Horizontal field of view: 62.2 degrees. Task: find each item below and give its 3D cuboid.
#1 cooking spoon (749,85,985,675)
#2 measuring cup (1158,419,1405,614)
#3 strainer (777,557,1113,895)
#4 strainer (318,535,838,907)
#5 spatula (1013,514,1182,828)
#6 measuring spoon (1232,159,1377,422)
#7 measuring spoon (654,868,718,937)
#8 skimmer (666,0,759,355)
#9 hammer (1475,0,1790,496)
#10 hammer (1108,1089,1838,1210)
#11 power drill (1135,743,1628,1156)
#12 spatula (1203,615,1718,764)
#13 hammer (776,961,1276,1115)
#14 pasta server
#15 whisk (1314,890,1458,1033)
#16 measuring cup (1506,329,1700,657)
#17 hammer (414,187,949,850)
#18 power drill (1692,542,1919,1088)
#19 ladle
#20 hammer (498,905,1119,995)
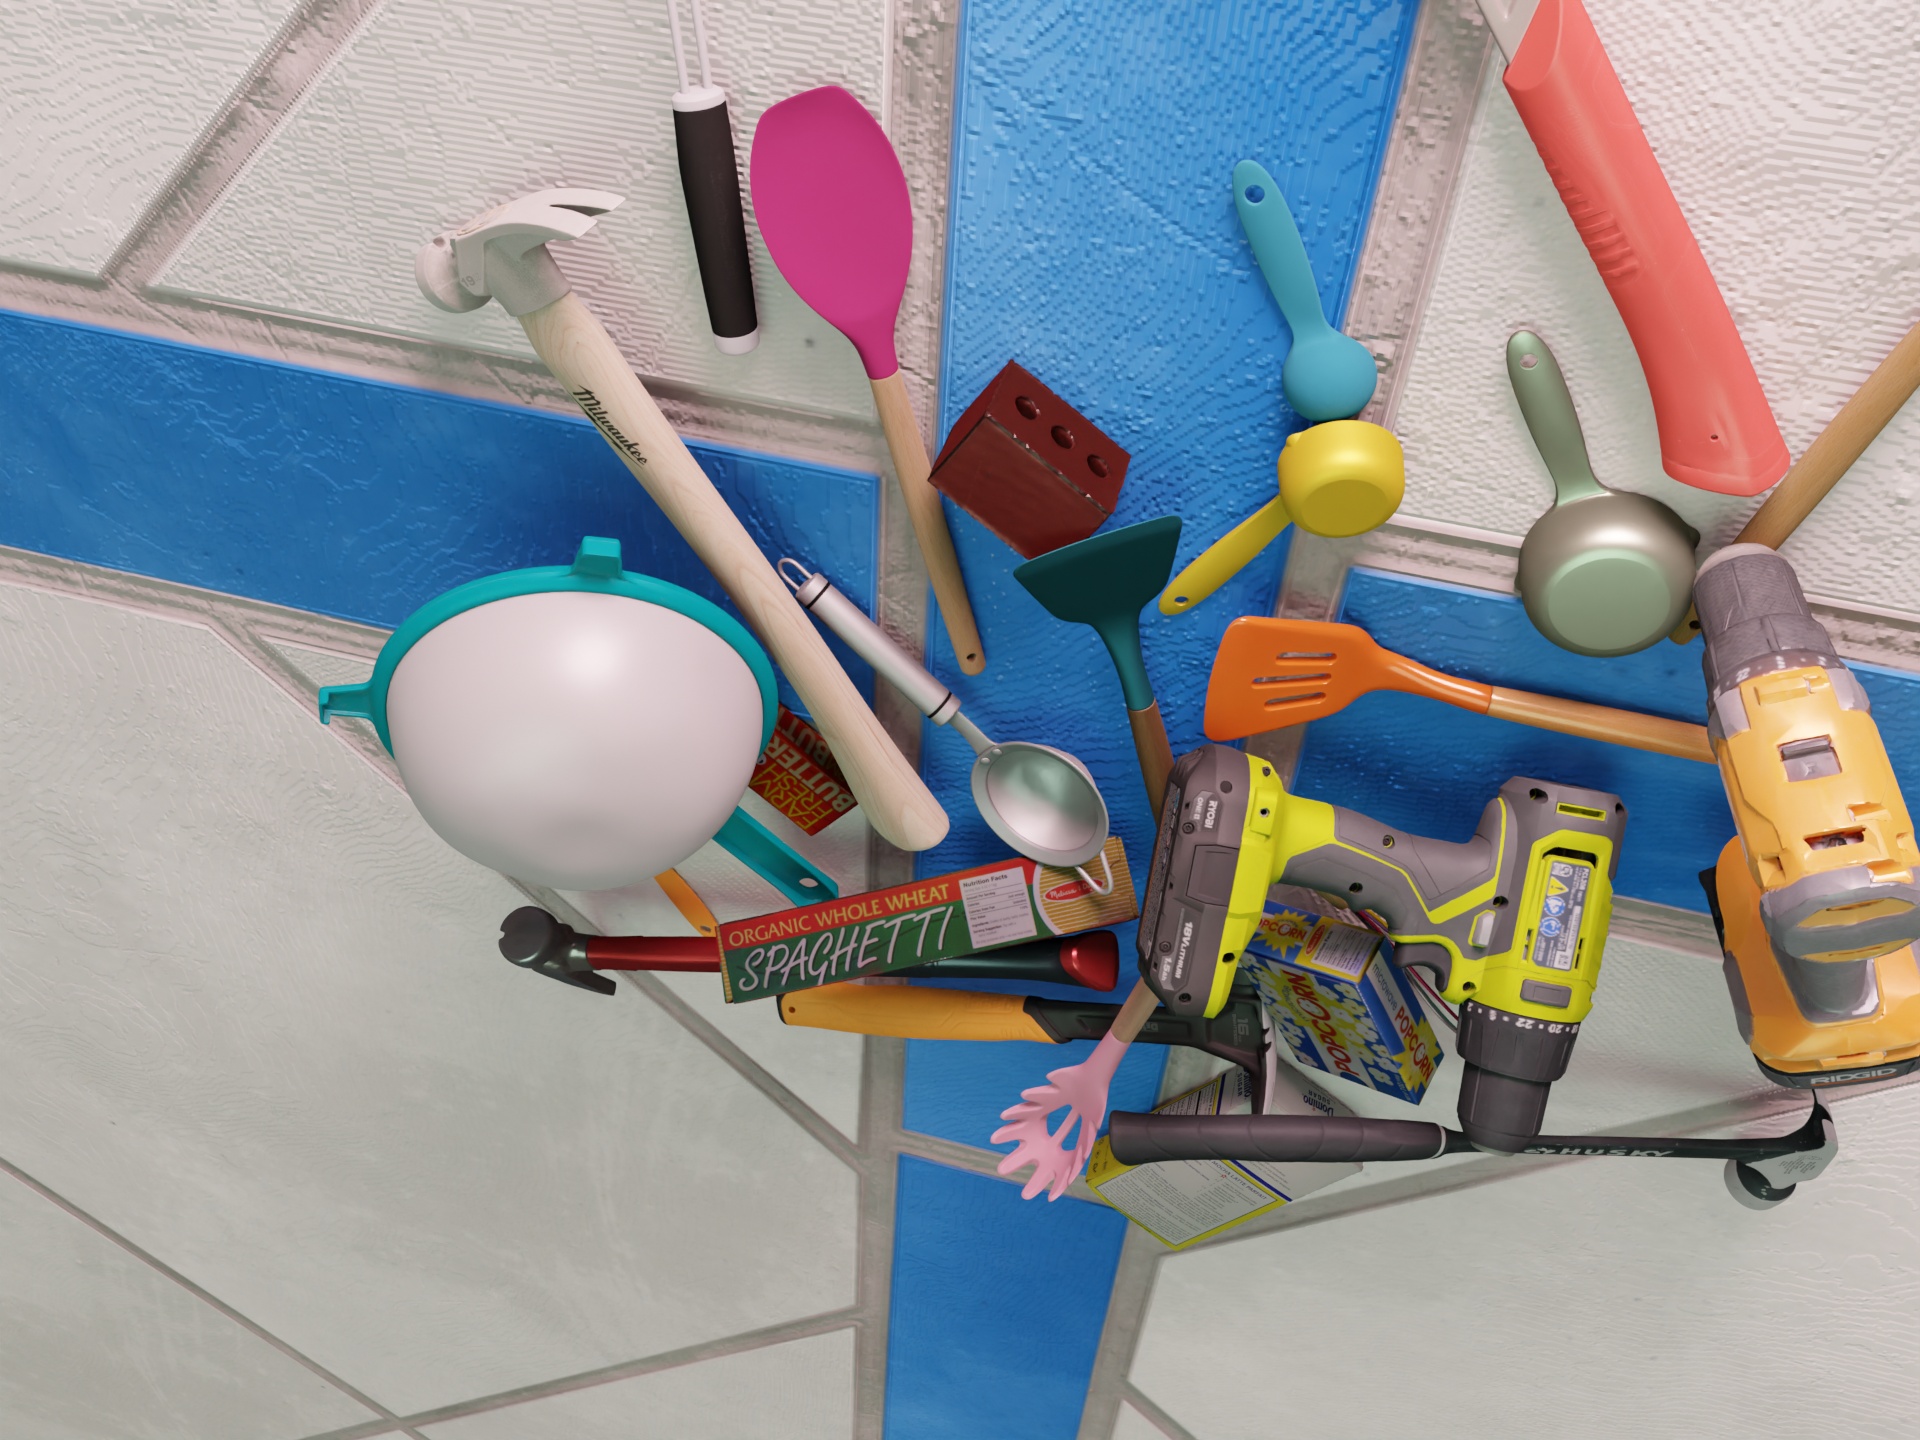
[{"bbox_3d":[-0.031,-0.146,0.771,0.069,0.017,0.318,-23,128,-7],"label":"cooking spoon"},{"bbox_3d":[0.147,-0.084,0.757,0.062,0.029,0.156,22,140,-26],"label":"measuring cup"},{"bbox_3d":[-0.001,-0.003,0.879,0.258,0.050,0.087,42,138,-11],"label":"strainer"},{"bbox_3d":[-0.165,0.057,0.865,0.211,0.095,0.340,-25,137,19],"label":"strainer"},{"bbox_3d":[0.102,0.016,0.849,0.082,0.044,0.317,-18,130,3],"label":"spatula"},{"bbox_3d":[0.143,-0.179,0.684,0.042,0.021,0.128,-14,126,28],"label":"measuring spoon"},{"bbox_3d":[-0.195,0.111,1.063,0.021,0.011,0.116,-16,123,29],"label":"measuring spoon"},{"bbox_3d":[-0.109,-0.294,0.624,0.127,0.090,0.362,-14,134,-11],"label":"skimmer"},{"bbox_3d":[0.239,-0.234,0.596,0.149,0.037,0.358,-23,119,33],"label":"hammer"},{"bbox_3d":[0.290,0.244,0.918,0.409,0.036,0.149,0,150,4],"label":"hammer"},{"bbox_3d":[0.210,0.112,0.809,0.228,0.080,0.190,11,93,0],"label":"power drill"},{"bbox_3d":[0.284,0.001,0.784,0.322,0.041,0.081,12,132,7],"label":"spatula"},{"bbox_3d":[0.035,0.199,1.027,0.337,0.034,0.127,0,105,23],"label":"hammer"},{"bbox_3d":[0.102,0.168,0.930,0.060,0.040,0.316,41,125,23],"label":"pasta server"},{"bbox_3d":[0.236,0.111,0.900,0.245,0.047,0.051,37,133,-8],"label":"whisk"},{"bbox_3d":[0.273,-0.095,0.703,0.083,0.038,0.167,-15,125,29],"label":"measuring cup"},{"bbox_3d":[-0.111,-0.081,0.818,0.146,0.038,0.410,3,137,47],"label":"hammer"},{"bbox_3d":[0.370,0.046,0.704,0.084,0.186,0.226,-14,143,21],"label":"power drill"},{"bbox_3d":[0.380,-0.141,0.637,0.069,0.031,0.315,24,135,1],"label":"ladle"},{"bbox_3d":[-0.089,0.154,1.020,0.386,0.038,0.143,-1,161,14],"label":"hammer"}]
